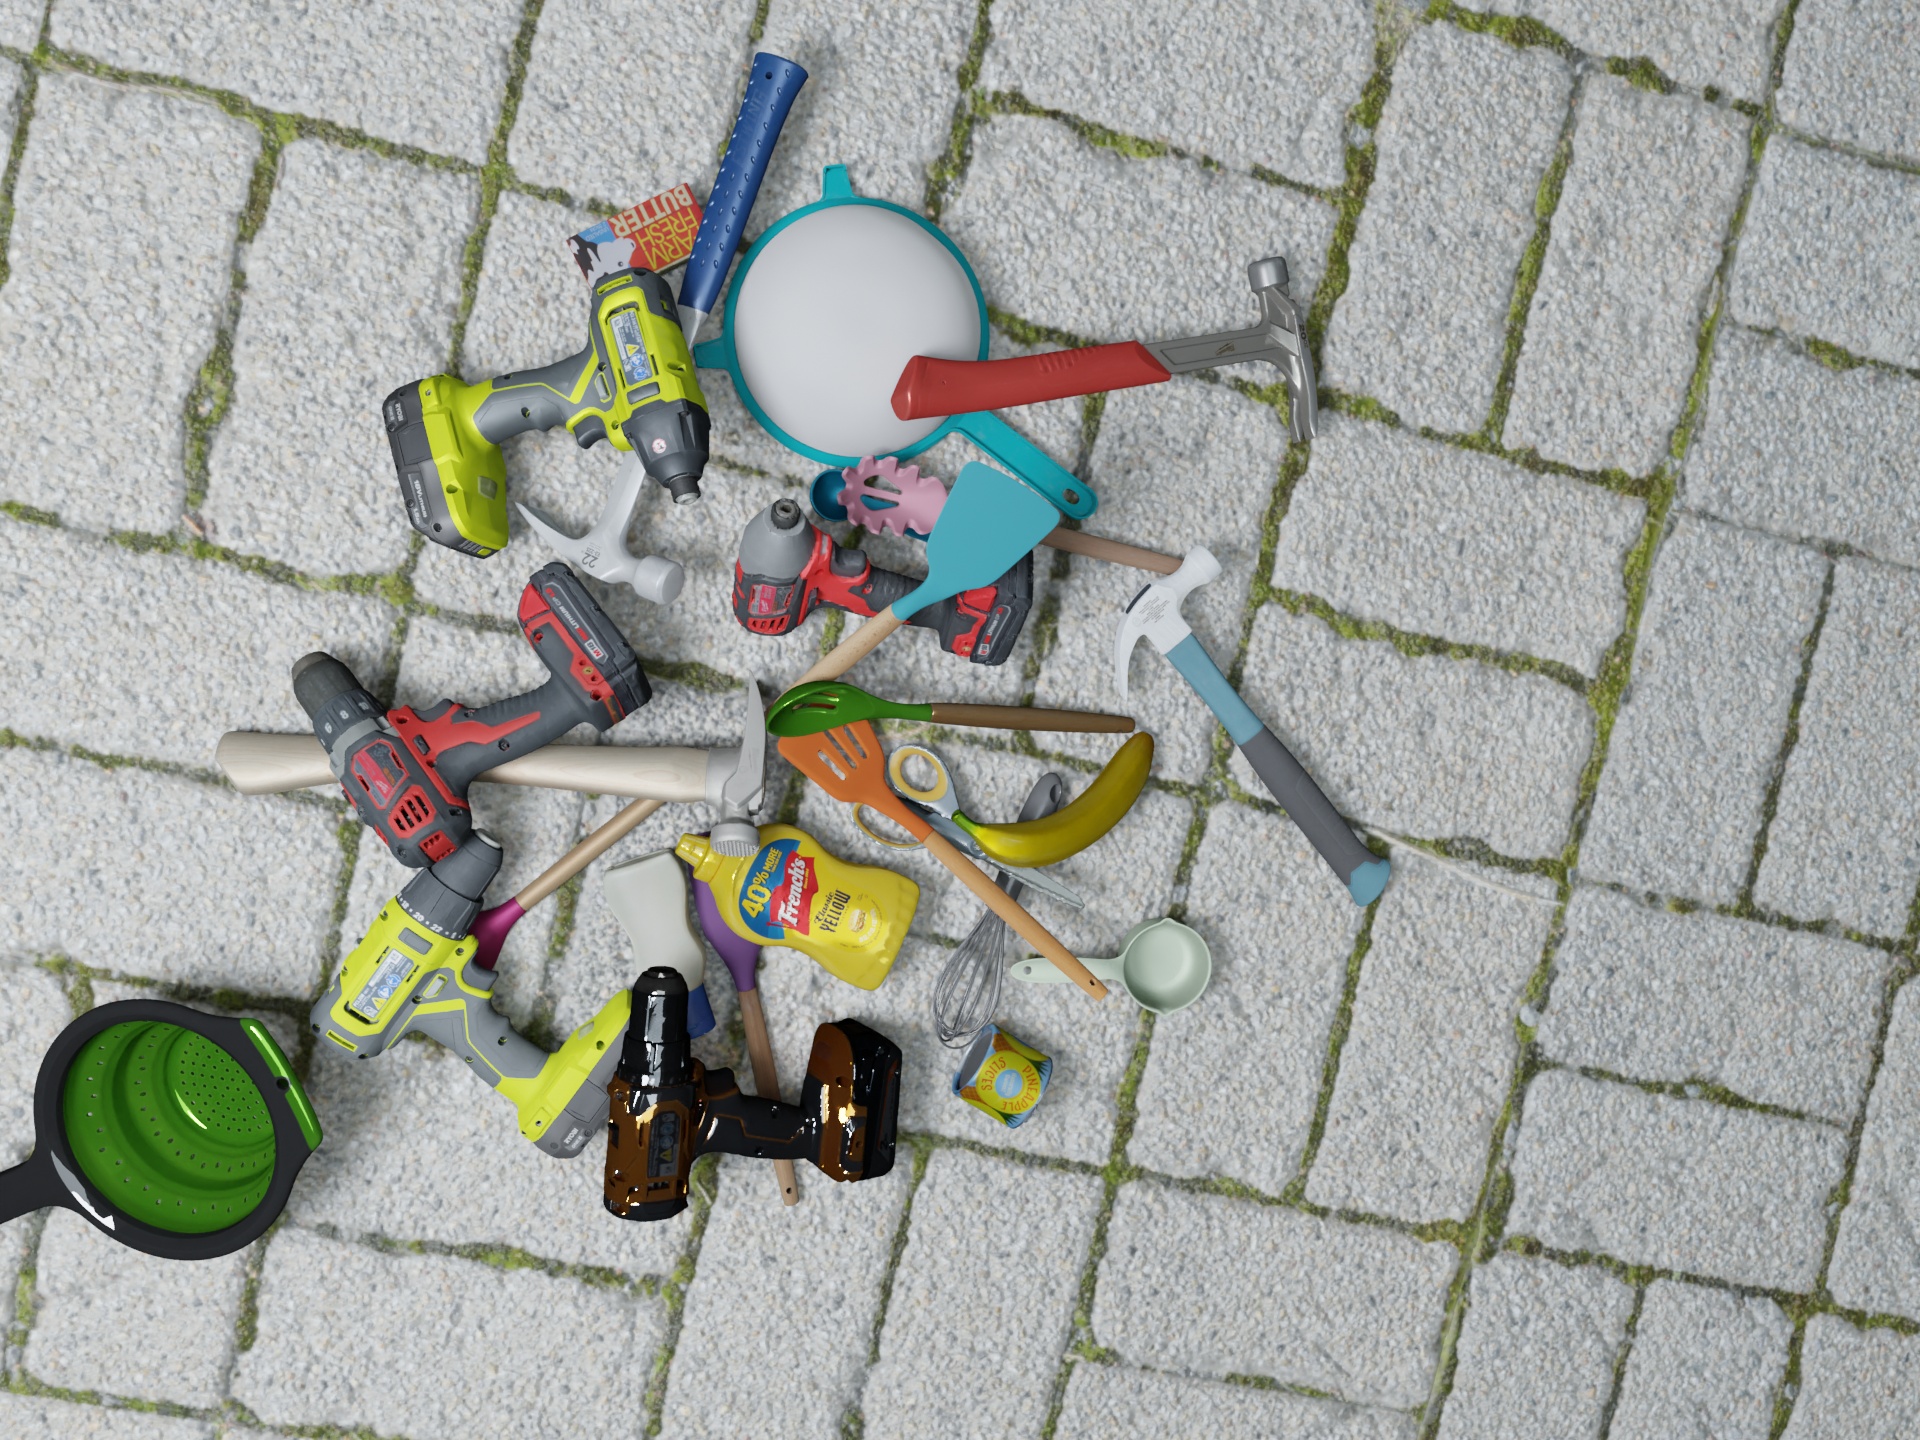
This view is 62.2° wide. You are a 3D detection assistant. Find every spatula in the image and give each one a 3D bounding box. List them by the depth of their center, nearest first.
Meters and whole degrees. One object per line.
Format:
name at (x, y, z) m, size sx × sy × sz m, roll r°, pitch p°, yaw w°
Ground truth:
spatula at (-0.057, -0.076, 1.174) m, size 0.082 × 0.317 × 0.044 m, roll 27°, pitch 49°, yaw -28°
spatula at (-0.006, 0.105, 1.247) m, size 0.322 × 0.041 × 0.081 m, roll 42°, pitch 64°, yaw 6°
spatula at (-0.166, 0.241, 1.288) m, size 0.059 × 0.018 × 0.316 m, roll -11°, pitch 96°, yaw -11°

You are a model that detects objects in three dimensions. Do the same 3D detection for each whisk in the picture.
whisk at (0.034, 0.154, 1.297) m, size 0.055 × 0.055 × 0.239 m, roll 23°, pitch 87°, yaw -9°

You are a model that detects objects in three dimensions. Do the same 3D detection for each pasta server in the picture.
pasta server at (0.054, -0.151, 1.267) m, size 0.316 × 0.040 × 0.060 m, roll 12°, pitch 99°, yaw -13°

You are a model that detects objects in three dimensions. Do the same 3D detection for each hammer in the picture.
hammer at (-0.210, -0.299, 1.190) m, size 0.144 × 0.035 × 0.405 m, roll 22°, pitch 94°, yaw 18°
hammer at (-0.354, 0.024, 1.220) m, size 0.410 × 0.038 × 0.146 m, roll 3°, pitch 65°, yaw -2°
hammer at (0.117, -0.264, 1.230) m, size 0.359 × 0.037 × 0.149 m, roll -14°, pitch 96°, yaw -23°
hammer at (0.249, 0.021, 1.314) m, size 0.128 × 0.033 × 0.331 m, roll -39°, pitch 101°, yaw 5°

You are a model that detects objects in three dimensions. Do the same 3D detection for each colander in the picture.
colander at (-0.641, 0.319, 1.203) m, size 0.397 × 0.094 × 0.204 m, roll -23°, pitch 98°, yaw 13°

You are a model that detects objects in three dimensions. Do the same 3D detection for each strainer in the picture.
strainer at (-0.025, -0.264, 1.225) m, size 0.340 × 0.095 × 0.211 m, roll 36°, pitch 89°, yaw -8°

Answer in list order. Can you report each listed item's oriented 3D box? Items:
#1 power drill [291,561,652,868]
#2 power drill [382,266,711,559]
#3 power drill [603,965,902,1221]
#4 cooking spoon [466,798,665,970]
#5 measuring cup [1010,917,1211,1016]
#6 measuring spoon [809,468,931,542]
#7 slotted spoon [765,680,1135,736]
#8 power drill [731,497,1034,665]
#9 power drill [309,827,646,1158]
power drill at (-0.367, -0.022, 1.180) m, size 0.227 × 0.080 × 0.188 m, roll -37°, pitch 73°, yaw -14°
power drill at (-0.293, -0.209, 1.155) m, size 0.223 × 0.080 × 0.171 m, roll -19°, pitch 80°, yaw 13°
power drill at (-0.160, 0.277, 1.223) m, size 0.226 × 0.084 × 0.185 m, roll 2°, pitch 95°, yaw -31°
cooking spoon at (-0.327, 0.128, 1.255) m, size 0.319 × 0.017 × 0.068 m, roll -39°, pitch 99°, yaw -2°
measuring cup at (0.122, 0.202, 1.316) m, size 0.167 × 0.038 × 0.083 m, roll 0°, pitch 95°, yaw -6°
measuring spoon at (-0.062, -0.163, 1.272) m, size 0.128 × 0.021 × 0.042 m, roll 19°, pitch 81°, yaw -18°
slotted spoon at (-0.002, -0.004, 1.253) m, size 0.313 × 0.070 × 0.031 m, roll 3°, pitch 57°, yaw -23°
power drill at (-0.060, -0.111, 1.211) m, size 0.219 × 0.143 × 0.079 m, roll 6°, pitch 61°, yaw -10°
power drill at (-0.350, 0.211, 1.219) m, size 0.228 × 0.080 × 0.190 m, roll 37°, pitch 89°, yaw -14°
